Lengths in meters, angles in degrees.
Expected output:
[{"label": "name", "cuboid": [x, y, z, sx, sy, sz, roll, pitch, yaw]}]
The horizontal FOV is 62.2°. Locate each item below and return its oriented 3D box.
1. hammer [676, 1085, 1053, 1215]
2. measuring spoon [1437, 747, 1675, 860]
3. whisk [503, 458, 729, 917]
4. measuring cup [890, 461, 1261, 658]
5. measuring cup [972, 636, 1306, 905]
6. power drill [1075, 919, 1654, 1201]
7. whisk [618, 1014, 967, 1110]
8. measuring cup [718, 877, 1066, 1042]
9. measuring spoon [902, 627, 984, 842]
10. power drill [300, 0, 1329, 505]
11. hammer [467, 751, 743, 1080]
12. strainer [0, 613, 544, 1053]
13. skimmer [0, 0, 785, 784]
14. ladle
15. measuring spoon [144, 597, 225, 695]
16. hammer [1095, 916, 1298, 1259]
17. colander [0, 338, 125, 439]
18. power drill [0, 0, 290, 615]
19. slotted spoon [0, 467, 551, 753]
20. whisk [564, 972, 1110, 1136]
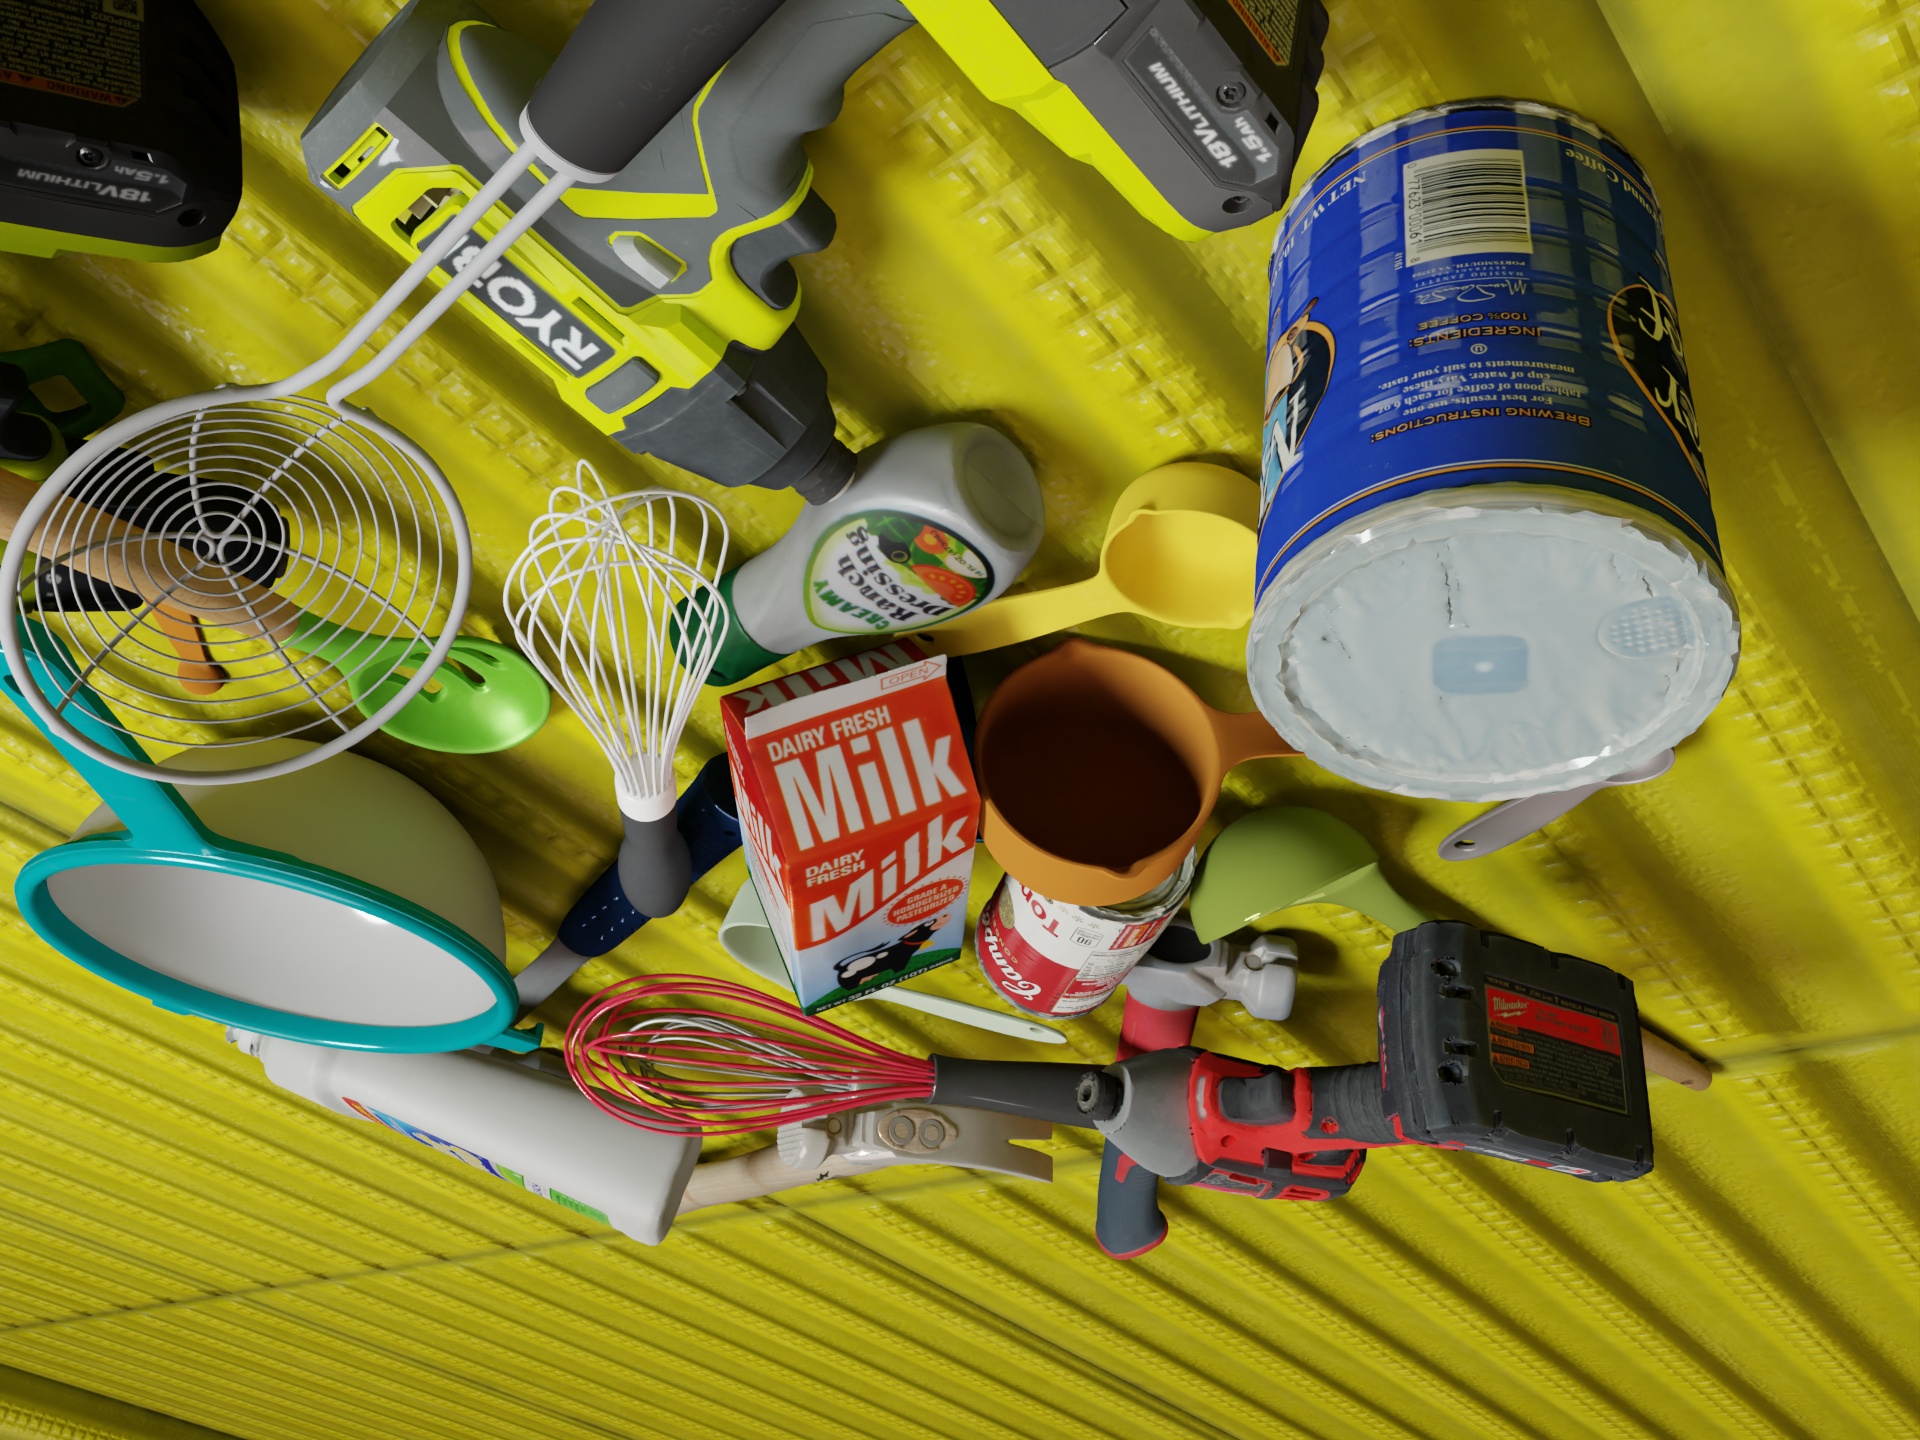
[{"label": "hammer", "cuboid": [-0.103, 0.267, 0.943, 0.146, 0.038, 0.410, 12, 156, -25]}, {"label": "measuring spoon", "cuboid": [0.220, 0.026, 0.603, 0.034, 0.018, 0.124, 19, 150, -12]}, {"label": "whisk", "cuboid": [-0.113, 0.008, 0.566, 0.070, 0.070, 0.284, 11, 150, -1]}, {"label": "measuring cup", "cuboid": [0.037, -0.049, 0.537, 0.156, 0.029, 0.062, -13, 138, 39]}, {"label": "measuring cup", "cuboid": [0.088, 0.018, 0.580, 0.173, 0.095, 0.052, -6, 152, -9]}, {"label": "power drill", "cuboid": [0.155, 0.153, 0.657, 0.143, 0.079, 0.219, 18, 151, -25]}, {"label": "whisk", "cuboid": [-0.067, 0.203, 0.887, 0.246, 0.058, 0.059, 11, 124, -9]}, {"label": "measuring cup", "cuboid": [-0.028, 0.110, 0.738, 0.167, 0.038, 0.083, 16, 151, 3]}, {"label": "measuring spoon", "cuboid": [-0.001, -0.002, 0.619, 0.042, 0.021, 0.128, -4, 133, 13]}, {"label": "power drill", "cuboid": [-0.032, -0.139, 0.388, 0.223, 0.080, 0.171, -19, 134, 40]}, {"label": "hammer", "cuboid": [-0.201, 0.113, 0.804, 0.144, 0.035, 0.405, 27, 141, -21]}, {"label": "strainer", "cuboid": [-0.295, 0.035, 0.662, 0.211, 0.095, 0.340, 5, 147, 5]}, {"label": "skimmer", "cuboid": [-0.117, -0.077, 0.369, 0.127, 0.090, 0.363, 5, 159, -43]}, {"label": "ladle", "cuboid": [0.226, 0.116, 0.685, 0.320, 0.062, 0.078, 27, 139, -26]}, {"label": "measuring spoon", "cuboid": [-0.321, -0.045, 0.638, 0.021, 0.011, 0.116, 9, 144, 1]}, {"label": "hammer", "cuboid": [0.083, 0.212, 0.866, 0.143, 0.038, 0.386, 7, 144, 6]}, {"label": "colander", "cuboid": [-0.485, -0.088, 0.574, 0.397, 0.095, 0.204, -16, 140, 4]}, {"label": "power drill", "cuboid": [-0.280, -0.108, 0.456, 0.190, 0.080, 0.228, 3, 147, -33]}, {"label": "slotted spoon", "cuboid": [-0.239, -0.041, 0.521, 0.070, 0.031, 0.313, -23, 160, 13]}, {"label": "whisk", "cuboid": [-0.033, 0.165, 0.736, 0.295, 0.073, 0.073, 9, 145, -14]}]
